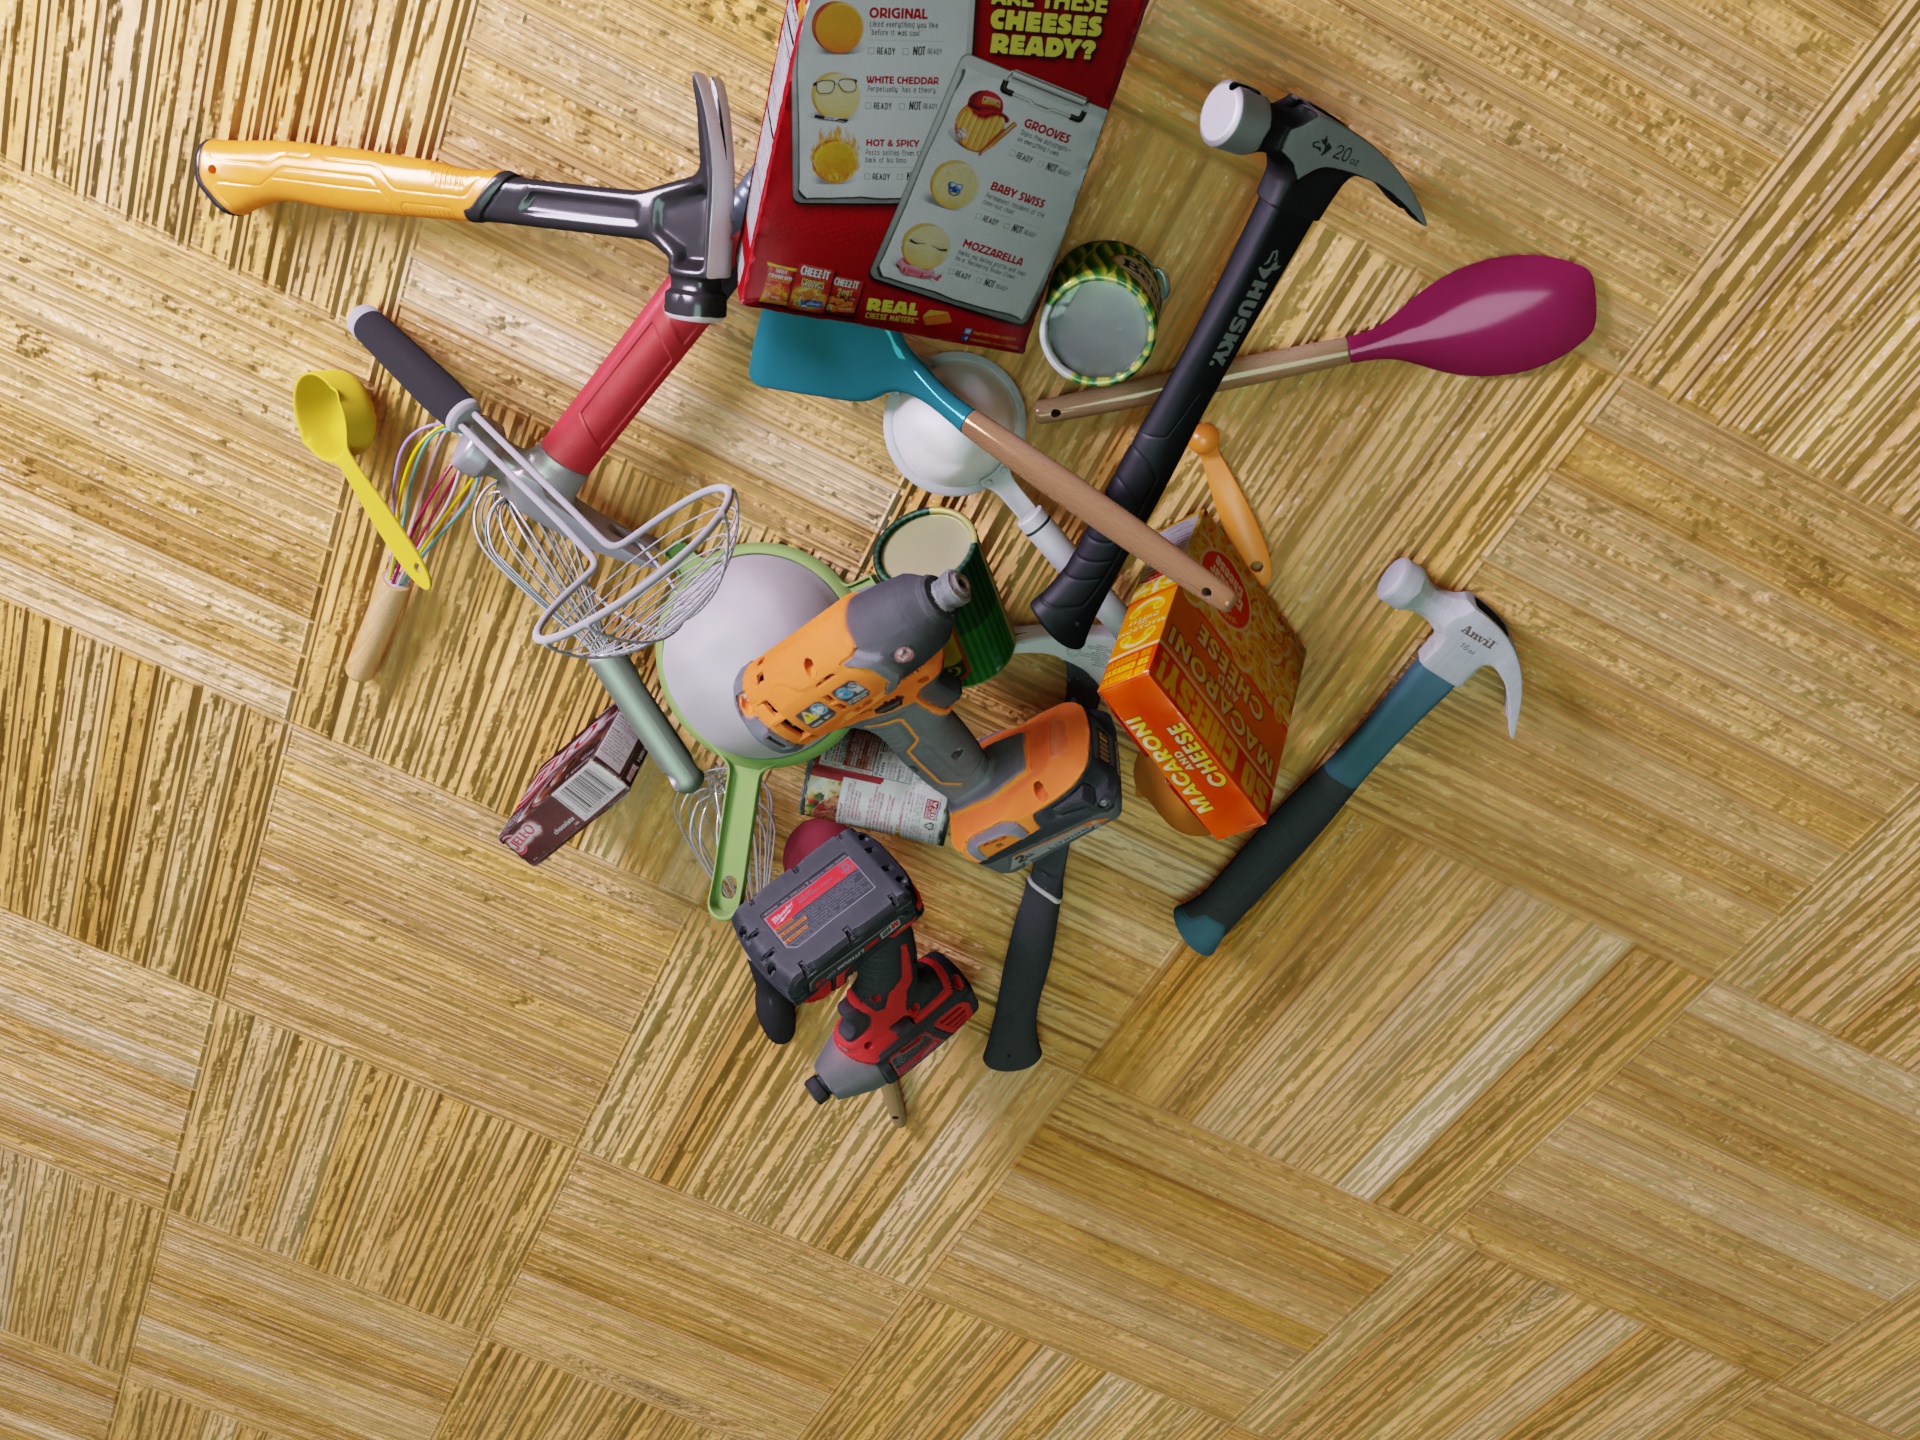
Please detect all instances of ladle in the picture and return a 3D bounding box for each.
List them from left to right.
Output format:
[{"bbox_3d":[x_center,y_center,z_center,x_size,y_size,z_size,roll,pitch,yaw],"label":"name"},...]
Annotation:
[{"bbox_3d":[-0.078,0.208,1.238,0.069,0.031,0.315,-3,125,13],"label":"ladle"}]

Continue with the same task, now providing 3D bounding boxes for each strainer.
[{"bbox_3d":[-0.145,0.013,1.032,0.151,0.069,0.256,11,100,11],"label":"strainer"},{"bbox_3d":[0.041,-0.128,0.967,0.087,0.050,0.258,-41,108,7],"label":"strainer"}]

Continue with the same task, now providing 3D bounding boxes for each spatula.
[{"bbox_3d":[0.018,-0.149,0.887,0.318,0.044,0.082,37,127,17],"label":"spatula"}]

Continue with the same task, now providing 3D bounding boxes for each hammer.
[{"bbox_3d":[-0.284,-0.304,0.892,0.337,0.034,0.127,10,109,15],"label":"hammer"},{"bbox_3d":[-0.136,-0.248,0.926,0.143,0.038,0.386,30,121,-29],"label":"hammer"},{"bbox_3d":[0.058,0.105,1.138,0.149,0.036,0.408,12,125,4],"label":"hammer"},{"bbox_3d":[0.128,-0.176,0.885,0.146,0.035,0.334,4,129,-32],"label":"hammer"},{"bbox_3d":[0.245,0.045,1.066,0.128,0.033,0.331,29,124,-9],"label":"hammer"}]

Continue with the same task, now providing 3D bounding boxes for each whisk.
[{"bbox_3d":[-0.368,-0.109,1.068,0.051,0.047,0.245,37,127,-1],"label":"whisk"},{"bbox_3d":[-0.242,-0.053,1.062,0.246,0.059,0.058,59,157,-18],"label":"whisk"},{"bbox_3d":[-0.159,0.146,1.195,0.070,0.070,0.284,0,128,10],"label":"whisk"}]

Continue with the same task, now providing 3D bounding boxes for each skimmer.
[{"bbox_3d":[-0.254,-0.156,0.878,0.364,0.127,0.090,42,166,27],"label":"skimmer"}]

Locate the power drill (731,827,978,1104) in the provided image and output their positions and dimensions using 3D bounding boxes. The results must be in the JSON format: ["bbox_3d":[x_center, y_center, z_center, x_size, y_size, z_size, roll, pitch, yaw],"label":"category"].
[{"bbox_3d":[-0.073,0.187,1.128,0.143,0.079,0.219,-36,142,-13],"label":"power drill"}]

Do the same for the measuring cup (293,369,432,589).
[{"bbox_3d":[-0.369,-0.153,1.009,0.062,0.029,0.156,-33,89,43],"label":"measuring cup"}]

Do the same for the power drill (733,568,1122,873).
[{"bbox_3d":[-0.002,-0.003,0.965,0.164,0.084,0.226,-32,131,32],"label":"power drill"}]

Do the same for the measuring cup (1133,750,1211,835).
[{"bbox_3d":[0.142,0.018,1.003,0.095,0.052,0.173,-42,142,8],"label":"measuring cup"}]

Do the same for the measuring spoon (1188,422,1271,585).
[{"bbox_3d":[0.166,-0.129,0.974,0.021,0.011,0.116,-18,119,21],"label":"measuring spoon"}]

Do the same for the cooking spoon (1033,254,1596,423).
[{"bbox_3d":[0.197,-0.207,0.913,0.319,0.017,0.068,-9,121,15],"label":"cooking spoon"}]
